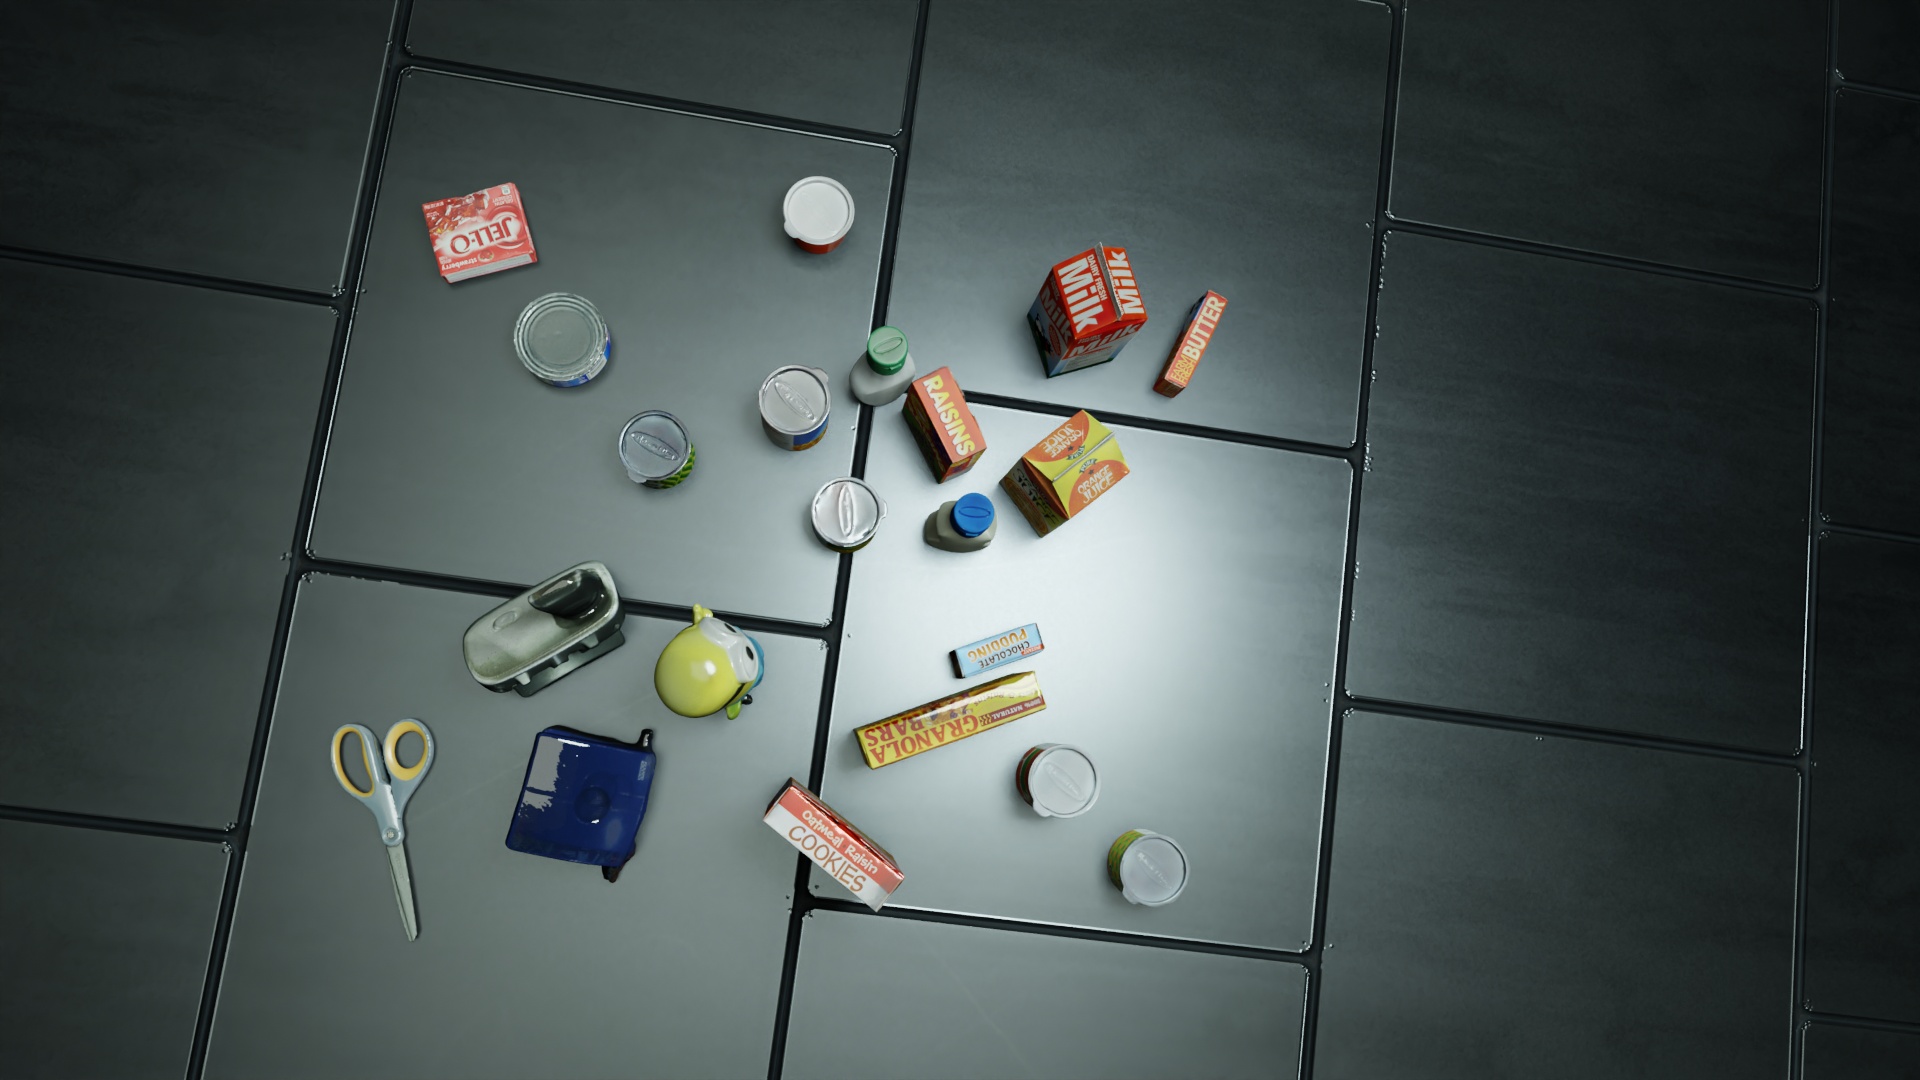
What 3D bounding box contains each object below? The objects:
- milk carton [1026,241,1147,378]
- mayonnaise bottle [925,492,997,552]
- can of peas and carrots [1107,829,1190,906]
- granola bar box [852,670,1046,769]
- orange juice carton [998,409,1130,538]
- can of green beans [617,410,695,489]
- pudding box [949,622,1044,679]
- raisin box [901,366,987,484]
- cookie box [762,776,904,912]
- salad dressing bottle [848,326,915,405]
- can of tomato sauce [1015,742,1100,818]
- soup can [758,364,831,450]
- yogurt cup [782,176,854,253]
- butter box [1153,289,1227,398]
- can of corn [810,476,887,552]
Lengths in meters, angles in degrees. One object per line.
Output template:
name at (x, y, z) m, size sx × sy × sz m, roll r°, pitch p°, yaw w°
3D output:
milk carton at (0.120, -0.216, 1.301) m, size 0.073 × 0.190 × 0.072 m, roll -16°, pitch 85°, yaw -8°
mayonnaise bottle at (0.005, -0.016, 1.283) m, size 0.065 × 0.148 × 0.041 m, roll 5°, pitch 83°, yaw -6°
can of peas and carrots at (0.174, 0.308, 1.304) m, size 0.071 × 0.058 × 0.071 m, roll 1°, pitch 83°, yaw -6°
granola bar box at (-0.012, 0.164, 1.269) m, size 0.166 × 0.124 × 0.039 m, roll -18°, pitch 85°, yaw -9°
orange juice carton at (0.096, -0.061, 1.277) m, size 0.072 × 0.192 × 0.073 m, roll -37°, pitch 88°, yaw -9°
can of green beans at (-0.285, -0.084, 1.304) m, size 0.071 × 0.057 × 0.071 m, roll 1°, pitch 83°, yaw -6°
pudding box at (0.034, 0.105, 1.320) m, size 0.084 × 0.049 × 0.030 m, roll -18°, pitch 85°, yaw -9°
raisin box at (-0.016, -0.106, 1.305) m, size 0.040 × 0.123 × 0.086 m, roll -25°, pitch 86°, yaw -9°
cookie box at (-0.113, 0.263, 1.222) m, size 0.123 × 0.167 × 0.040 m, roll 38°, pitch 81°, yaw -1°
salad dressing bottle at (-0.071, -0.163, 1.294) m, size 0.064 × 0.147 × 0.044 m, roll -24°, pitch 86°, yaw -9°
can of tomato sauce at (0.089, 0.224, 1.293) m, size 0.071 × 0.083 × 0.071 m, roll 1°, pitch 83°, yaw -6°
soup can at (-0.154, -0.126, 1.311) m, size 0.071 × 0.083 × 0.071 m, roll 1°, pitch 83°, yaw -6°
yogurt cup at (-0.138, -0.314, 1.354) m, size 0.072 × 0.054 × 0.072 m, roll 1°, pitch 83°, yaw -6°
butter box at (0.228, -0.194, 1.381) m, size 0.024 × 0.053 × 0.103 m, roll 27°, pitch 80°, yaw -3°
can of corn at (-0.106, -0.024, 1.316) m, size 0.071 × 0.058 × 0.071 m, roll 1°, pitch 83°, yaw -6°
